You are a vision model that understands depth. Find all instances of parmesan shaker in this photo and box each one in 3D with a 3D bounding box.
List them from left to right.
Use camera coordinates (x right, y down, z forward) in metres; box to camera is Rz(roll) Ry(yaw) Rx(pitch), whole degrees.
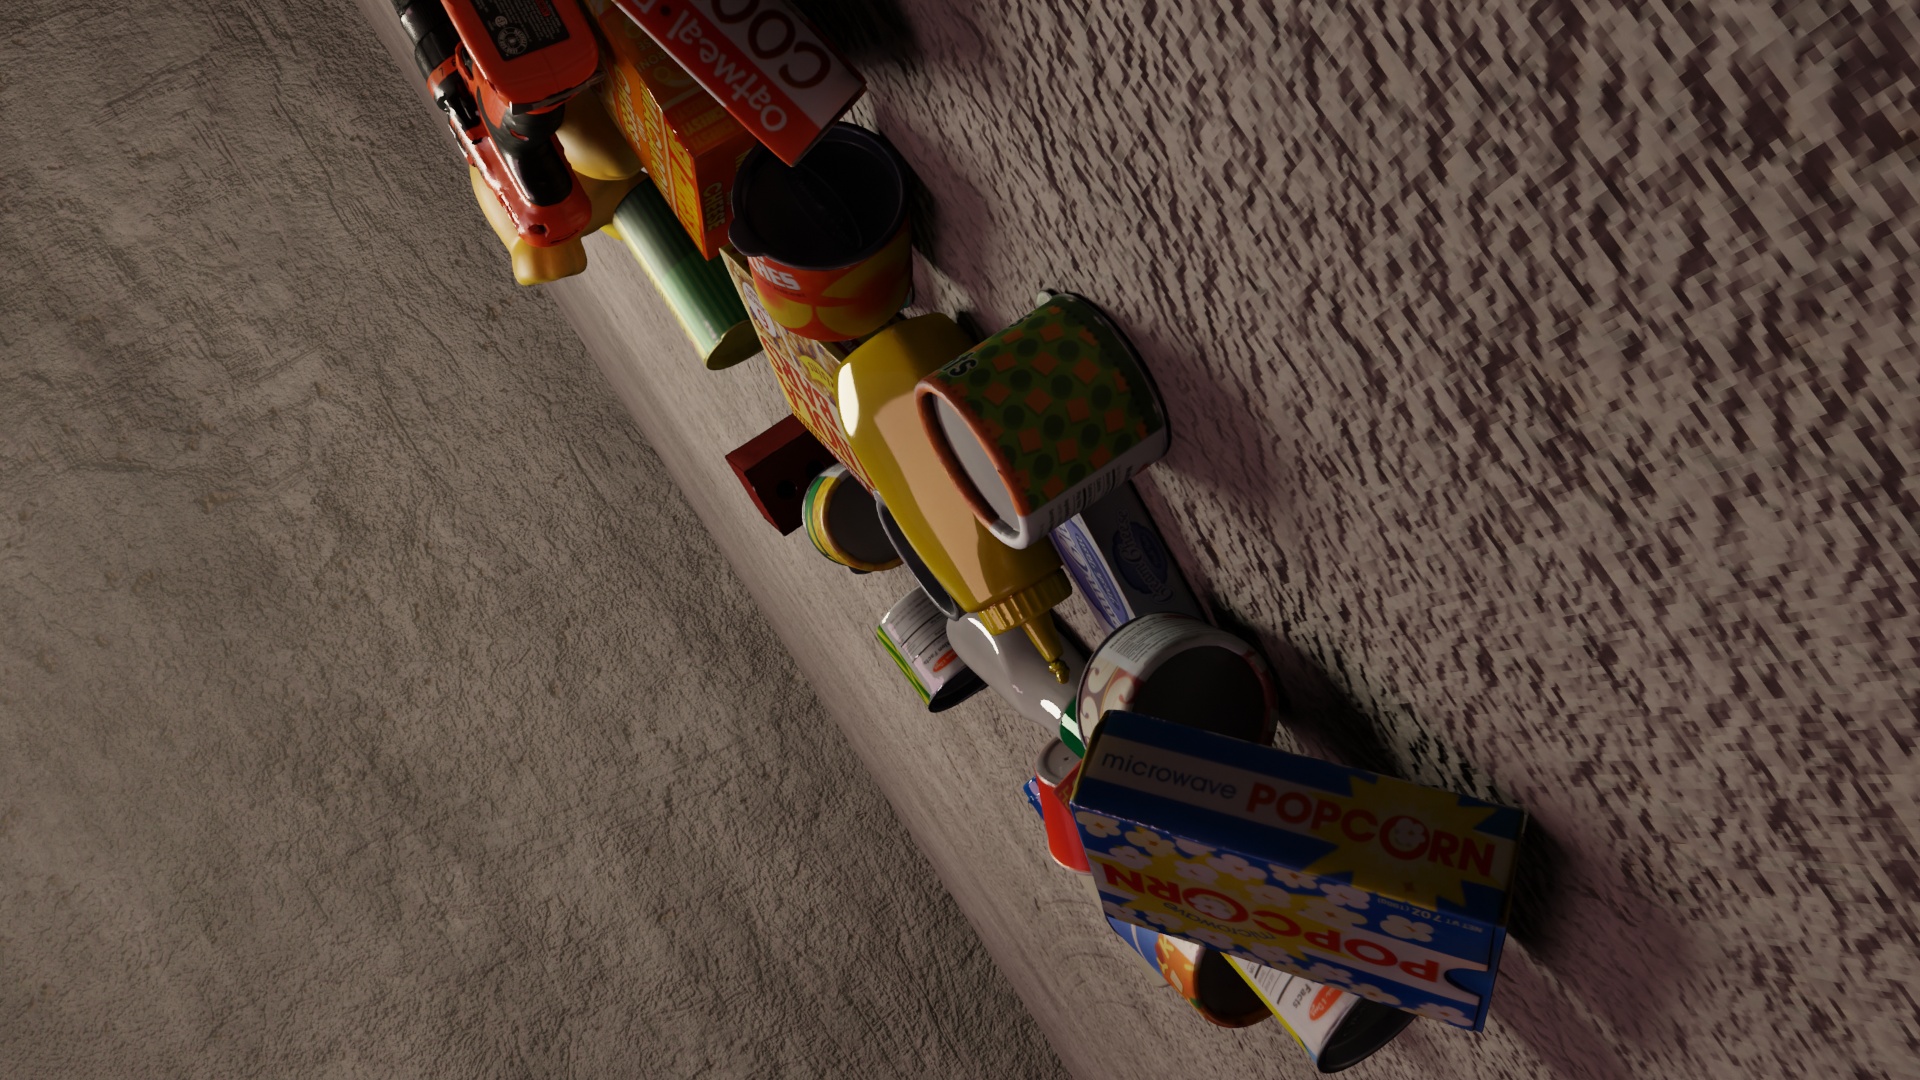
[{"bbox_3d":[-0.147,-0.160,0.805,0.103,0.071,0.071,56,168,4],"label":"parmesan shaker"}]

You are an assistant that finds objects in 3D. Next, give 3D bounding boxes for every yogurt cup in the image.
[{"bbox_3d":[0.071,0.130,0.714,0.072,0.072,0.053,34,146,61],"label":"yogurt cup"}]

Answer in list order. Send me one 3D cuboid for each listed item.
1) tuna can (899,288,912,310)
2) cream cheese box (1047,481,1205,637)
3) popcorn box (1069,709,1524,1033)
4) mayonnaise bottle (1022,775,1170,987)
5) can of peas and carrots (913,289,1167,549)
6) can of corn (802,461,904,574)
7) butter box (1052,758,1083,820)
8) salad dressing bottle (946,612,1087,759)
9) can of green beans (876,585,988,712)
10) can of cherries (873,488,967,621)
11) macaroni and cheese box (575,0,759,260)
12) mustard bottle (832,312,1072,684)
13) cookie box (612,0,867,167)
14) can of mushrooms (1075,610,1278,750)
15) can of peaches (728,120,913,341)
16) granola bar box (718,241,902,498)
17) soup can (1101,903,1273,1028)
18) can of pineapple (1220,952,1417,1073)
[{"bbox_3d":[-0.053,-0.125,0.609,0.071,0.033,0.071,53,168,17],"label":"tuna can"},{"bbox_3d":[0.058,0.005,0.534,0.103,0.024,0.053,60,169,-13],"label":"cream cheese box"},{"bbox_3d":[0.102,0.102,0.431,0.127,0.038,0.084,12,146,23],"label":"popcorn box"},{"bbox_3d":[0.095,0.205,0.865,0.148,0.041,0.064,55,166,13],"label":"mayonnaise bottle"},{"bbox_3d":[0.024,-0.041,0.462,0.071,0.059,0.070,52,166,18],"label":"can of peas and carrots"},{"bbox_3d":[-0.055,-0.013,0.823,0.071,0.071,0.058,59,167,-11],"label":"can of corn"},{"bbox_3d":[0.082,0.103,0.554,0.053,0.024,0.104,52,-153,19],"label":"butter box"},{"bbox_3d":[0.046,0.073,0.709,0.148,0.044,0.064,39,157,51],"label":"salad dressing bottle"},{"bbox_3d":[-0.008,0.060,0.833,0.058,0.071,0.071,53,167,19],"label":"can of green beans"},{"bbox_3d":[0.002,-0.008,0.635,0.071,0.058,0.071,53,168,17],"label":"can of cherries"},{"bbox_3d":[-0.161,-0.242,0.713,0.166,0.040,0.123,56,167,6],"label":"macaroni and cheese box"},{"bbox_3d":[0.006,-0.013,0.573,0.065,0.049,0.160,-29,89,46],"label":"mustard bottle"},{"bbox_3d":[-0.111,-0.203,0.459,0.167,0.040,0.123,41,-173,-26],"label":"cookie box"},{"bbox_3d":[0.078,0.063,0.498,0.071,0.071,0.033,61,165,-19],"label":"can of mushrooms"},{"bbox_3d":[-0.054,-0.118,0.540,0.071,0.071,0.058,53,168,16],"label":"can of peaches"},{"bbox_3d":[-0.053,-0.079,0.712,0.166,0.039,0.123,45,163,42],"label":"granola bar box"},{"bbox_3d":[0.117,0.183,0.661,0.071,0.071,0.084,62,166,-23],"label":"soup can"},{"bbox_3d":[0.135,0.146,0.498,0.058,0.071,0.070,47,165,39],"label":"can of pineapple"}]
